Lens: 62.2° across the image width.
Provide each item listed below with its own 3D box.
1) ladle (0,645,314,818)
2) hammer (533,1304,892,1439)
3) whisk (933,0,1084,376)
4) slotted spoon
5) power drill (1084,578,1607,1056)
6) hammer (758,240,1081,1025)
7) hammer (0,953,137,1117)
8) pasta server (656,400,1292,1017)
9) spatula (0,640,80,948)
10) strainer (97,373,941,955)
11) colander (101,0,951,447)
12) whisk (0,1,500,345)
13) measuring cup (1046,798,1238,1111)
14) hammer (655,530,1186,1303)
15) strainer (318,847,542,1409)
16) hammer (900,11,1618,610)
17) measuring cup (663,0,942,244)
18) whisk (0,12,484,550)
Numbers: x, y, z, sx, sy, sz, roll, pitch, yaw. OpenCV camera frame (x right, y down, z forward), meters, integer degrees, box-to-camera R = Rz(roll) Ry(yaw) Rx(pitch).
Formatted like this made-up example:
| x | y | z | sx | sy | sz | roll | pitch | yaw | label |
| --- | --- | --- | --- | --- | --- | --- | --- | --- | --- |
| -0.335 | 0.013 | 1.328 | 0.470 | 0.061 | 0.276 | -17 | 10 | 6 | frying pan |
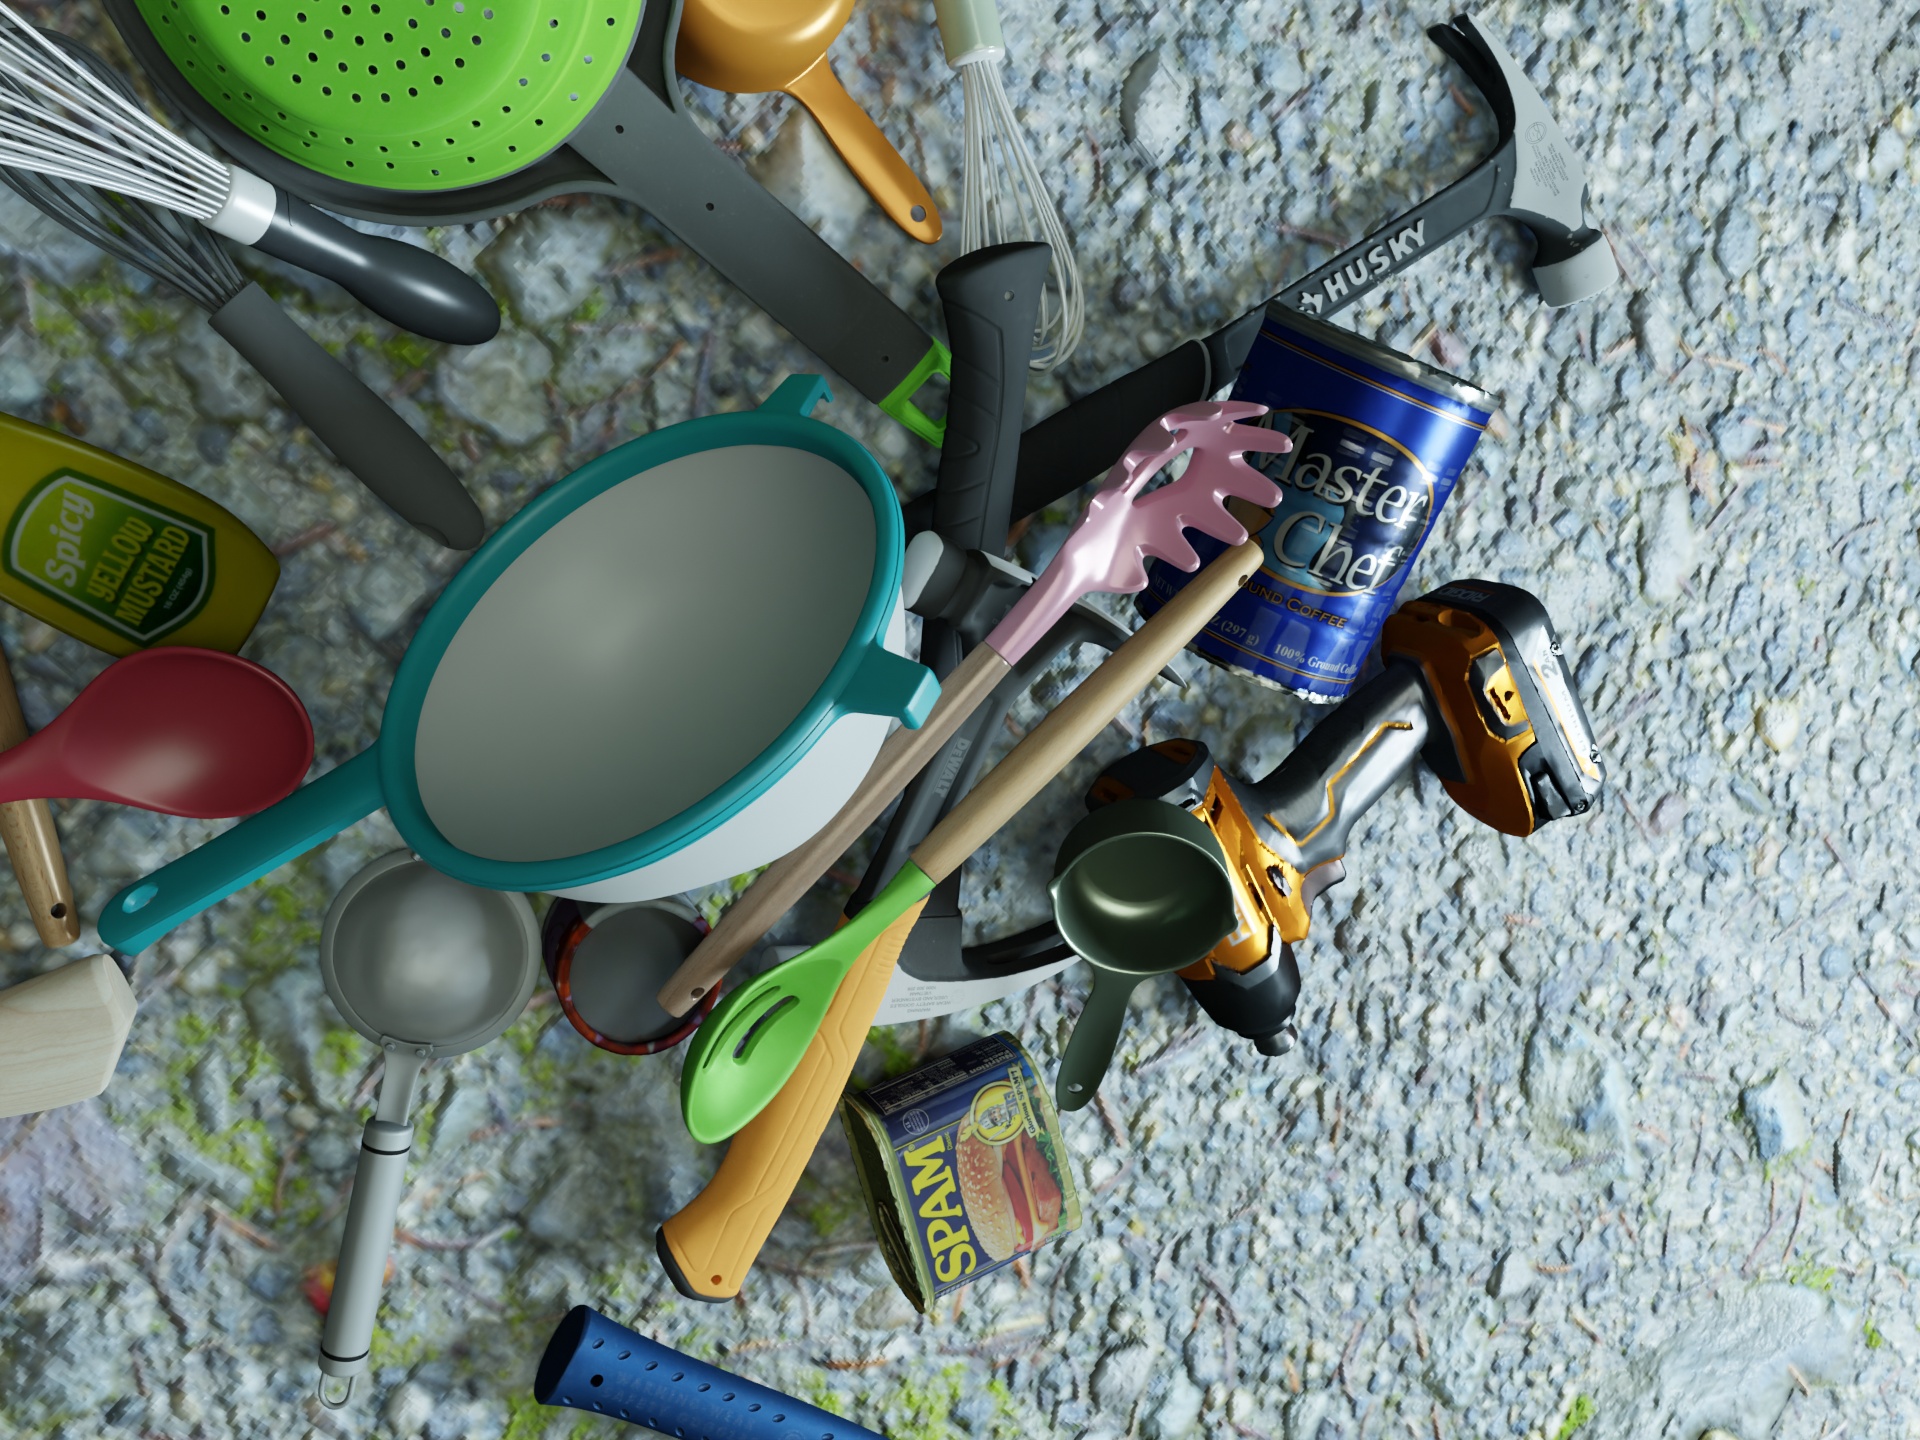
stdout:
| x | y | z | sx | sy | sz | roll | pitch | yaw | label |
| --- | --- | --- | --- | --- | --- | --- | --- | --- | --- |
| -0.380 | 0.037 | 0.543 | 0.315 | 0.031 | 0.069 | -17 | 118 | -8 | ladle |
| -0.008 | 0.361 | 0.752 | 0.405 | 0.035 | 0.144 | 32 | 87 | -22 | hammer |
| 0.009 | -0.264 | 0.655 | 0.058 | 0.059 | 0.246 | -17 | 99 | -25 | whisk |
| 0.004 | 0.041 | 0.617 | 0.314 | 0.031 | 0.070 | -44 | 150 | -4 | slotted spoon |
| 0.187 | 0.049 | 0.756 | 0.226 | 0.084 | 0.164 | -30 | 108 | -10 | power drill |
| 0.003 | -0.029 | 0.667 | 0.146 | 0.035 | 0.334 | 0 | 108 | -22 | hammer |
| -0.500 | 0.163 | 0.534 | 0.410 | 0.038 | 0.146 | -21 | 104 | -17 | hammer |
| -0.001 | -0.002 | 0.597 | 0.316 | 0.040 | 0.060 | -47 | 132 | 2 | pasta server |
| -0.354 | -0.067 | 0.549 | 0.082 | 0.044 | 0.317 | -23 | 109 | -42 | spatula |
| -0.156 | 0.021 | 0.599 | 0.340 | 0.211 | 0.095 | -28 | 136 | 8 | strainer |
| -0.133 | -0.212 | 0.553 | 0.396 | 0.095 | 0.204 | 37 | 109 | -28 | colander |
| -0.258 | -0.177 | 0.502 | 0.284 | 0.070 | 0.070 | 18 | 92 | -54 | whisk |
| 0.067 | 0.105 | 0.703 | 0.083 | 0.038 | 0.167 | 12 | 123 | -4 | measuring cup |
| -0.033 | 0.096 | 0.659 | 0.127 | 0.034 | 0.337 | 23 | 99 | -25 | hammer |
| -0.227 | 0.159 | 0.637 | 0.087 | 0.050 | 0.258 | 13 | 97 | -6 | strainer |
| 0.120 | -0.171 | 0.719 | 0.409 | 0.036 | 0.149 | -33 | 107 | -13 | hammer |
| -0.056 | -0.262 | 0.626 | 0.095 | 0.052 | 0.173 | -44 | 108 | -9 | measuring cup |
| -0.259 | -0.151 | 0.571 | 0.055 | 0.055 | 0.238 | -46 | 115 | -9 | whisk |
